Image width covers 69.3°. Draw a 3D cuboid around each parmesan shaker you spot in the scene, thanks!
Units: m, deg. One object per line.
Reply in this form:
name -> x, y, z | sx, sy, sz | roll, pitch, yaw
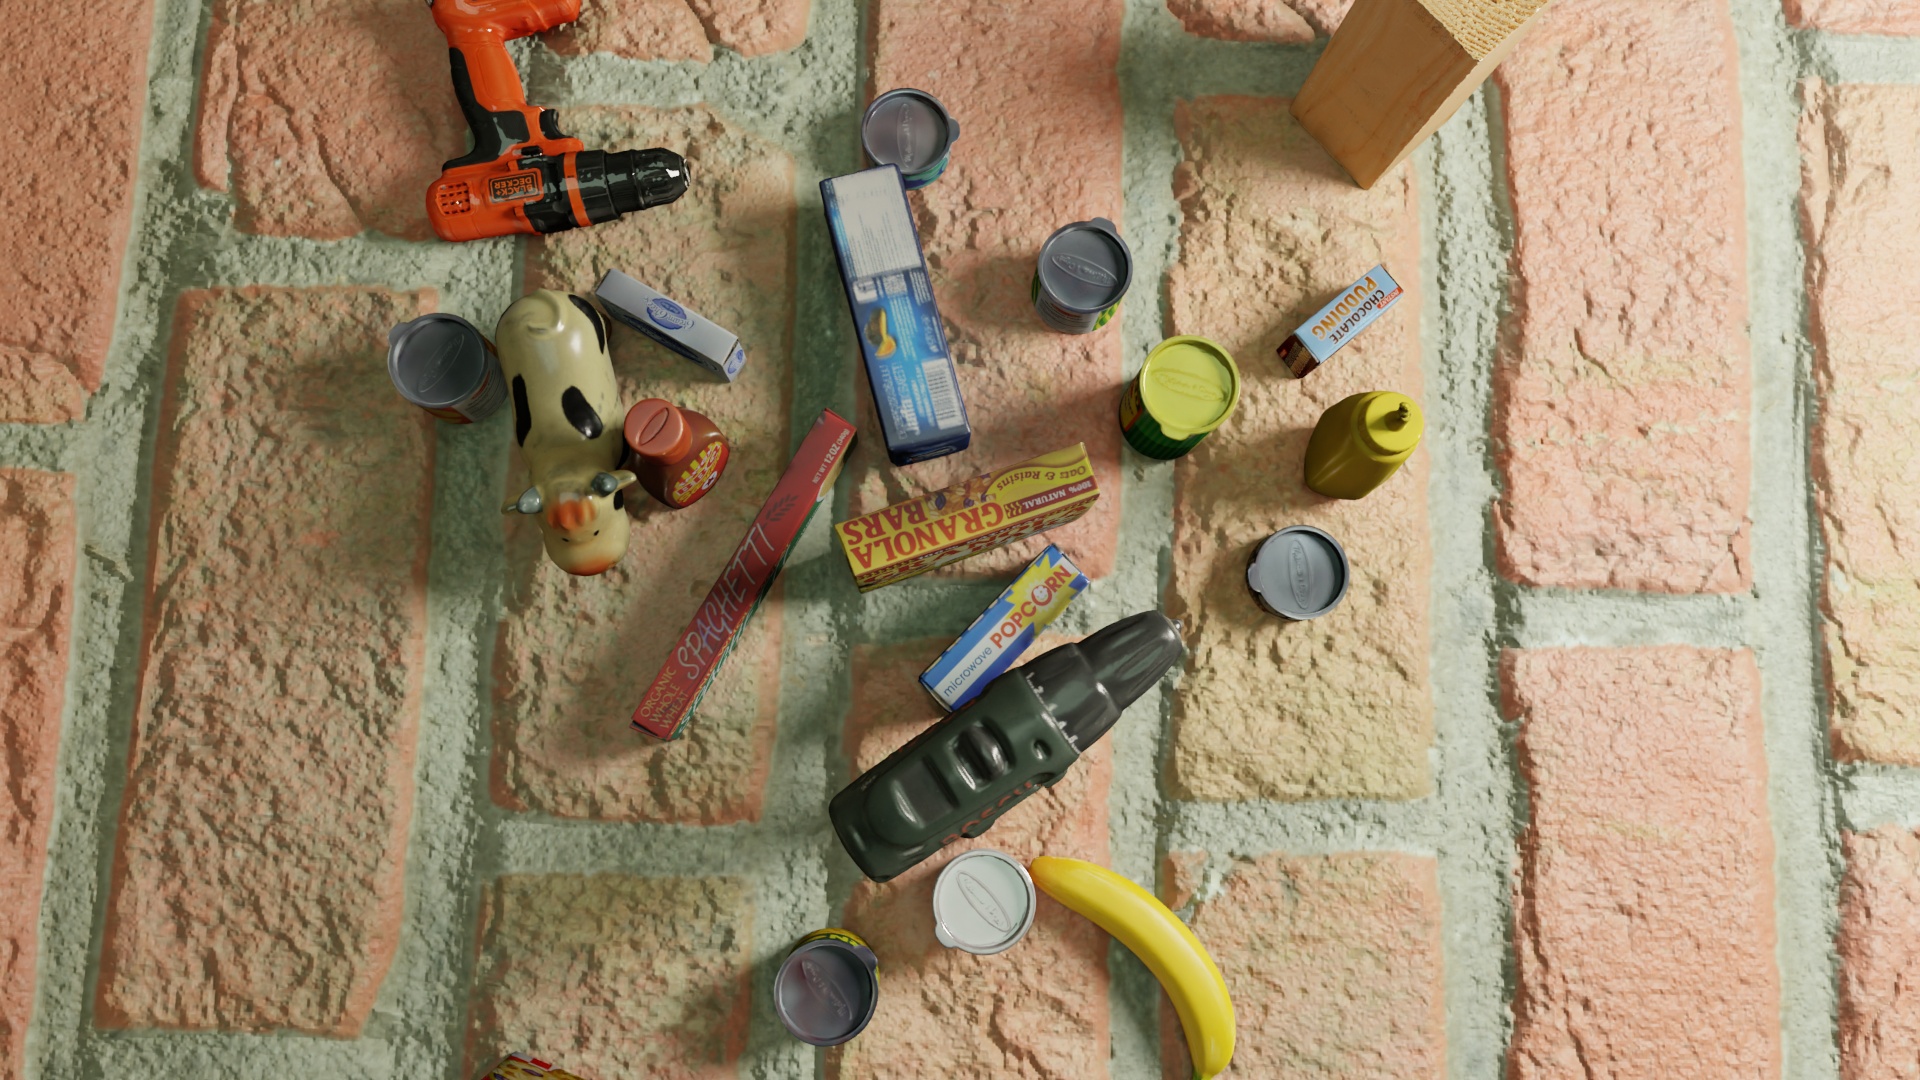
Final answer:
parmesan shaker -> 0.146, -0.093, 0.950 | 0.071, 0.103, 0.071 | 0, 83, -2

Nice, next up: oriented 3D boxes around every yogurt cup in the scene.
yogurt cup -> 0.014, 0.237, 0.925 | 0.072, 0.054, 0.072 | 0, 83, -2

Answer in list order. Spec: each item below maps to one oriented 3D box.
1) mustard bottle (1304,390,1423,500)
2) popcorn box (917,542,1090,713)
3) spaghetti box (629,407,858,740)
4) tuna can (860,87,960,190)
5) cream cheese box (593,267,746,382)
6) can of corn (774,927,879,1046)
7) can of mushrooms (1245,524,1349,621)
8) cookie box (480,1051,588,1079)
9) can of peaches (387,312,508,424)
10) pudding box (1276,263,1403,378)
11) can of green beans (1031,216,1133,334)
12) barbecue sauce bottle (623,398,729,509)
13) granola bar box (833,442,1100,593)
mustard bottle -> 0.271, -0.067, 0.922 | 0.049, 0.160, 0.065 | 13, 83, 0
popcorn box -> 0.027, 0.062, 0.933 | 0.038, 0.085, 0.127 | 44, 83, 4
spaghetti box -> -0.145, 0.025, 0.950 | 0.029, 0.050, 0.250 | 30, 82, 2
tuna can -> -0.036, -0.290, 1.005 | 0.071, 0.033, 0.071 | 0, 82, -2
cream cheese box -> -0.201, -0.149, 0.969 | 0.104, 0.053, 0.024 | 29, 83, 2
can of corn -> -0.084, 0.290, 0.912 | 0.071, 0.058, 0.071 | 0, 83, -2
can of mushrooms -> 0.233, 0.024, 0.973 | 0.071, 0.033, 0.071 | 0, 82, -2
cookie box -> -0.245, 0.370, 0.840 | 0.123, 0.167, 0.040 | 22, 83, 1
can of peaches -> -0.353, -0.119, 0.957 | 0.071, 0.058, 0.071 | 0, 83, -2
pudding box -> 0.270, -0.155, 0.990 | 0.084, 0.049, 0.030 | -39, 86, -6
can of green beans -> 0.085, -0.185, 0.983 | 0.071, 0.057, 0.071 | 0, 83, -2
barbecue sauce bottle -> -0.188, -0.060, 0.910 | 0.044, 0.148, 0.065 | 38, 83, 3
granola bar box -> 0.003, -0.012, 0.923 | 0.166, 0.124, 0.039 | -19, 84, -4
